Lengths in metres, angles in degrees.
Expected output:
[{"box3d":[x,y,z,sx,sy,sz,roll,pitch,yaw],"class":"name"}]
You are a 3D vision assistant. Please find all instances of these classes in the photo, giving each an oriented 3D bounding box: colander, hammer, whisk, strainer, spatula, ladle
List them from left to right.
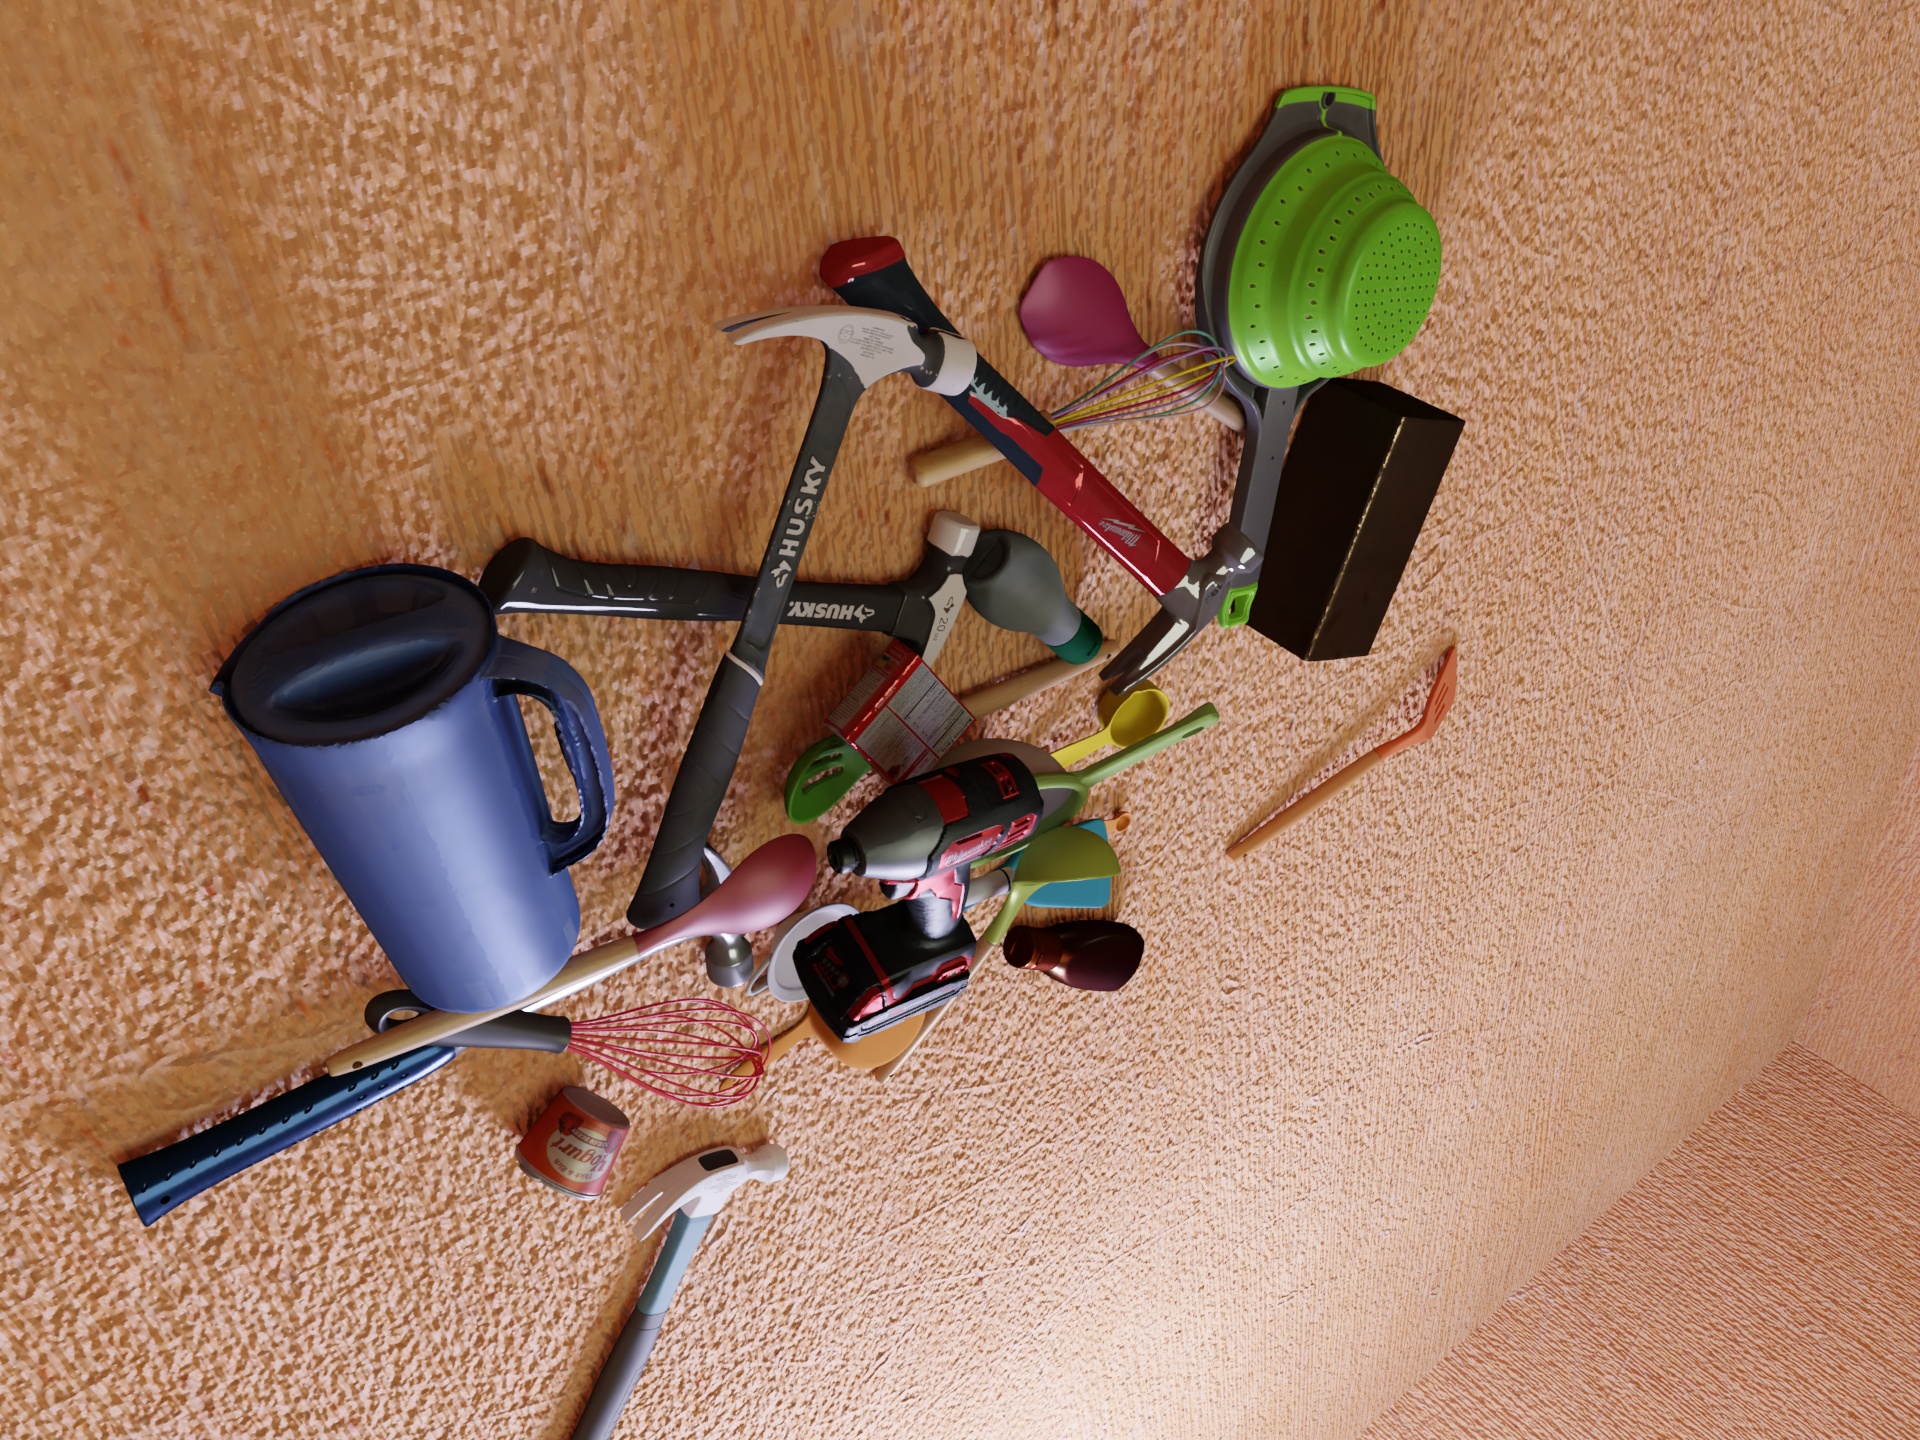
[{"box3d":[-0.313,0.192,1.002,0.405,0.035,0.144,-25,134,-28],"class":"hammer"},{"box3d":[-0.237,0.203,1.011,0.295,0.073,0.073,19,105,-42],"class":"whisk"},{"box3d":[-0.221,0.144,0.956,0.315,0.031,0.069,-21,133,-25],"class":"ladle"},{"box3d":[-0.251,0.482,1.280,0.128,0.033,0.331,7,114,-47],"class":"hammer"},{"box3d":[-0.134,-0.069,0.972,0.334,0.035,0.146,0,118,-43],"class":"hammer"},{"box3d":[-0.125,-0.049,0.935,0.149,0.036,0.408,7,116,-35],"class":"hammer"},{"box3d":[-0.054,0.148,1.190,0.258,0.050,0.086,-15,129,-29],"class":"strainer"},{"box3d":[-0.018,0.156,1.244,0.317,0.044,0.082,-20,117,-30],"class":"spatula"},{"box3d":[0.017,0.196,1.242,0.078,0.062,0.320,-2,137,-45],"class":"ladle"},{"box3d":[0.041,-0.158,1.010,0.143,0.038,0.385,-46,129,9],"class":"hammer"},{"box3d":[0.059,0.029,1.152,0.256,0.069,0.151,-27,159,8],"class":"strainer"},{"box3d":[0.078,-0.203,1.046,0.245,0.047,0.051,-23,120,-17],"class":"whisk"},{"box3d":[0.256,-0.237,1.138,0.204,0.095,0.396,-16,124,-38],"class":"colander"},{"box3d":[0.380,0.043,1.550,0.322,0.041,0.080,-33,137,-15],"class":"spatula"}]

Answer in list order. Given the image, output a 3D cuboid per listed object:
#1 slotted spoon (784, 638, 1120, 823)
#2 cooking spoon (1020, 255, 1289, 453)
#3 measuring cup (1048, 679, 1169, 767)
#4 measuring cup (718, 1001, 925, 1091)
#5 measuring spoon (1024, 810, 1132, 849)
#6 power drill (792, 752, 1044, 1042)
[{"box3d":[-0.002,-0.004,1.152,0.313,0.031,0.070,-24,141,-32],"class":"slotted spoon"},{"box3d":[0.148,-0.243,1.117,0.318,0.017,0.068,17,109,-48],"class":"cooking spoon"},{"box3d":[0.093,0.013,1.262,0.156,0.029,0.062,-26,136,-10],"class":"measuring cup"},{"box3d":[-0.102,0.250,1.228,0.173,0.052,0.095,-32,137,-25],"class":"measuring cup"},{"box3d":[0.097,0.092,1.332,0.117,0.011,0.021,-10,125,-34],"class":"measuring spoon"},{"box3d":[-0.037,0.116,1.049,0.143,0.079,0.219,-18,148,-30],"class":"power drill"}]
